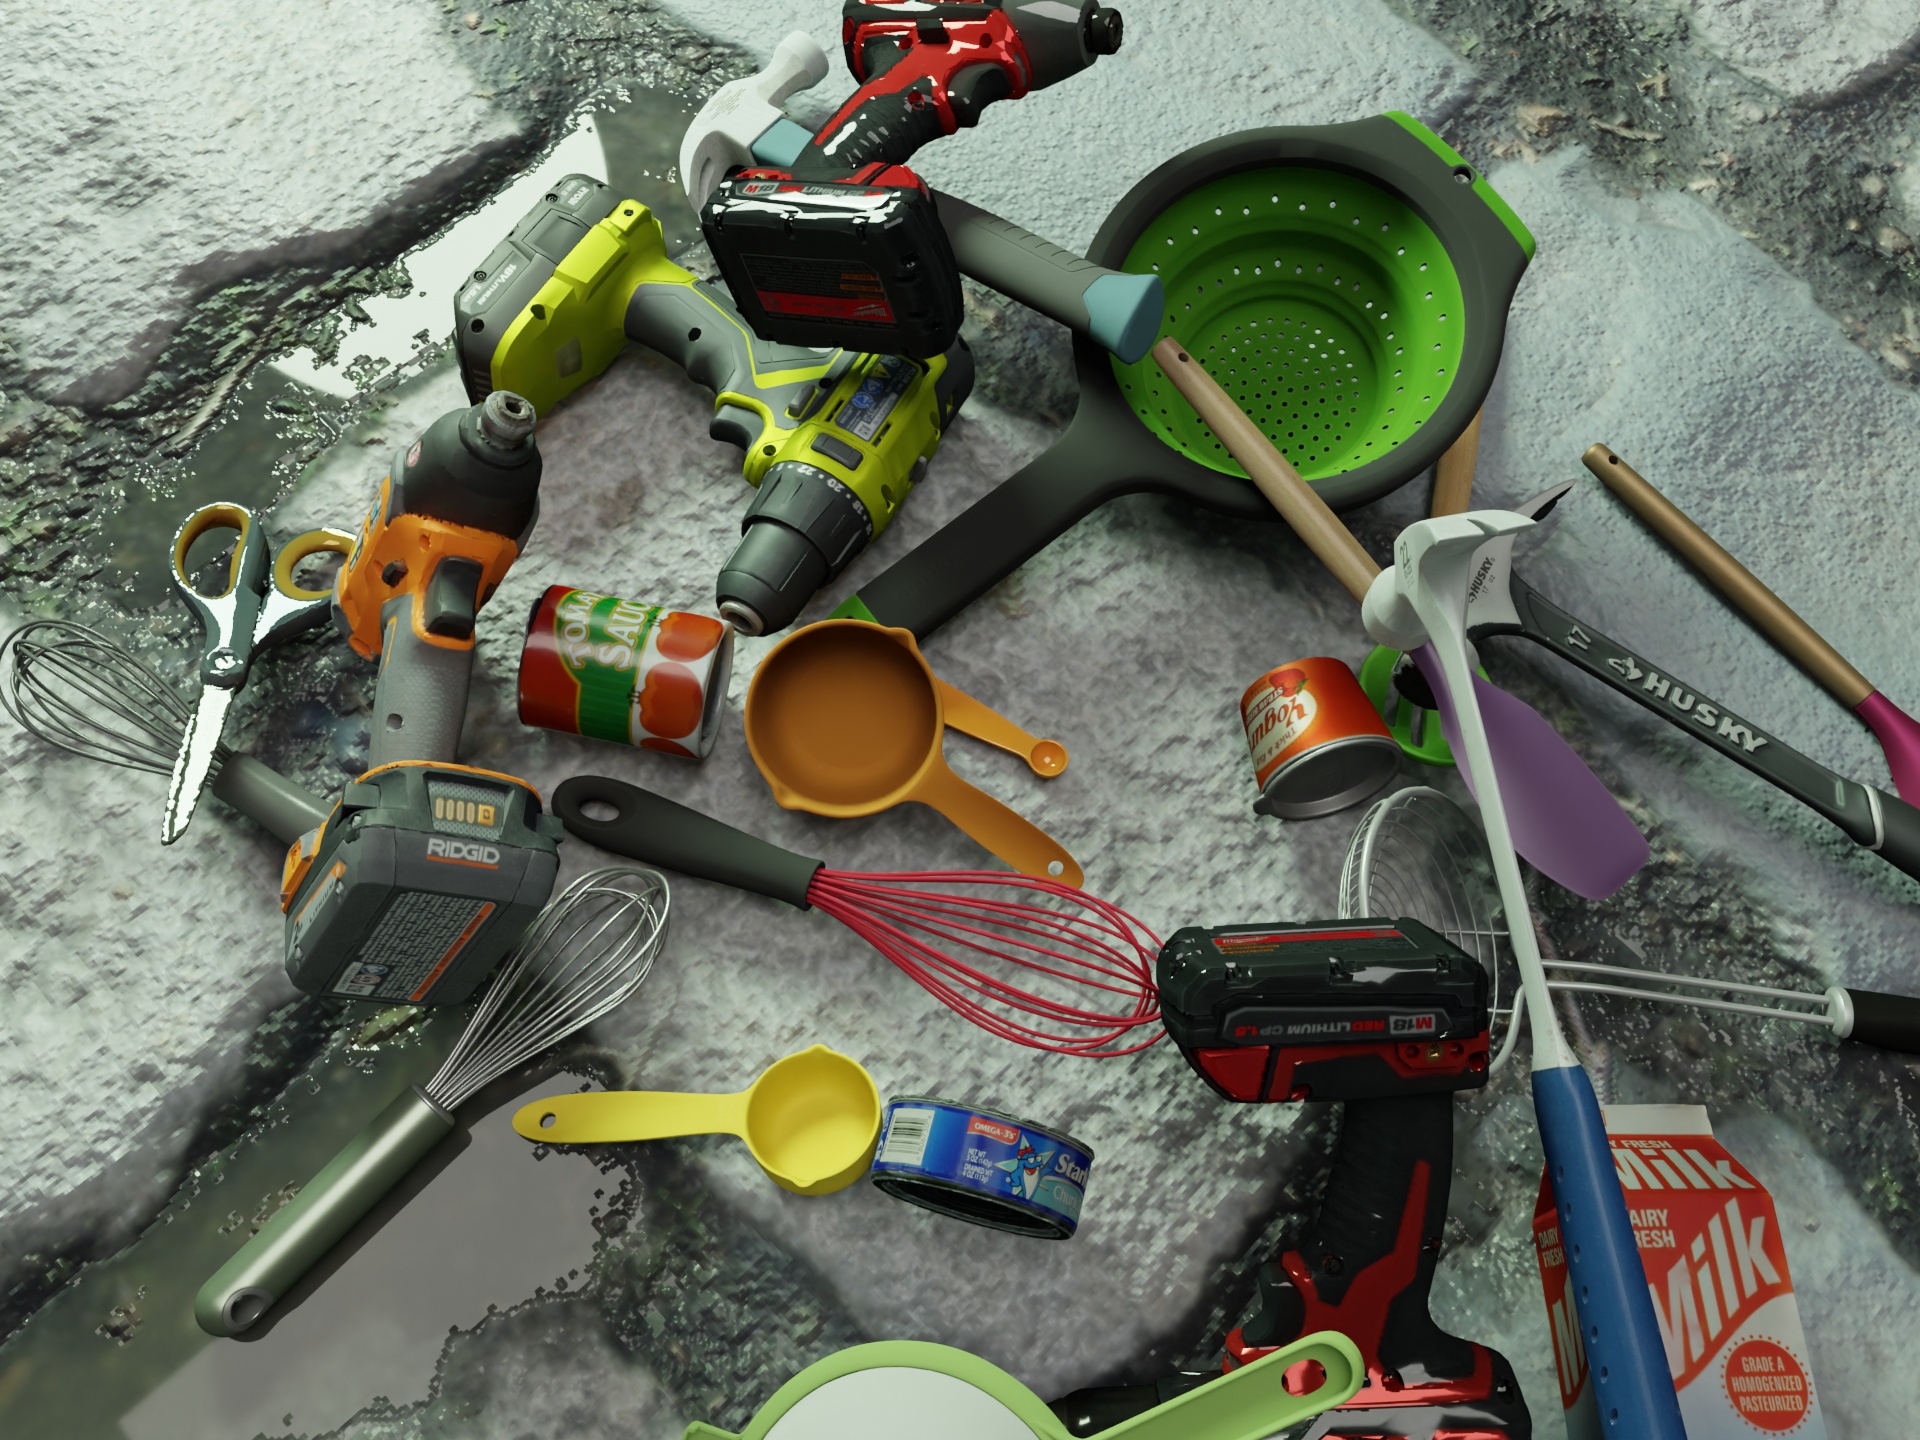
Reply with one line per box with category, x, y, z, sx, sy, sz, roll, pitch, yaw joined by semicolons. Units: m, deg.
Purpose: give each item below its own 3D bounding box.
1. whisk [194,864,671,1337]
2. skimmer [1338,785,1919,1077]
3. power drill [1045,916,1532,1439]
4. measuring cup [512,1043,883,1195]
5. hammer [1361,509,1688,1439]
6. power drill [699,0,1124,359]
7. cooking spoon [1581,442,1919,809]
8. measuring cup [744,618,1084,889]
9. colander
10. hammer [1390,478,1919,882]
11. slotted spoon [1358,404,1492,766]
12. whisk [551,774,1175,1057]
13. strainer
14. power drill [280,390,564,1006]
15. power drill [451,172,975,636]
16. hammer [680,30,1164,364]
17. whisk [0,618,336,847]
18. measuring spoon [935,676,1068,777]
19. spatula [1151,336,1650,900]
whisk;-0.211;0.151;0.654;0.246;0.057;0.059;-46;42;-19
skimmer;0.337;0.111;0.689;0.363;0.090;0.127;8;63;-1
power drill;0.116;0.196;0.603;0.188;0.080;0.226;-3;94;2
measuring cup;-0.108;0.170;0.664;0.156;0.029;0.062;-3;52;8
hammer;0.214;0.115;0.578;0.035;0.144;0.406;-10;76;2
power drill;-0.018;-0.278;0.756;0.143;0.078;0.220;11;60;24
cooking spoon;0.436;-0.029;0.804;0.069;0.017;0.319;-36;73;-19
measuring cup;-0.017;0.022;0.723;0.173;0.052;0.095;36;93;-6
colander;0.095;-0.135;0.797;0.397;0.094;0.205;-37;74;-2
hammer;0.407;0.031;0.746;0.409;0.036;0.149;32;62;6
slotted spoon;0.255;-0.108;0.823;0.070;0.031;0.314;15;63;2
whisk;-0.046;0.078;0.695;0.296;0.073;0.073;18;64;11
strainer;0.021;0.276;0.546;0.256;0.069;0.151;-28;75;8
power drill;-0.212;-0.017;0.647;0.084;0.164;0.227;13;52;-31
power drill;-0.129;-0.156;0.784;0.228;0.080;0.191;28;63;6
hammer;-0.025;-0.261;0.811;0.128;0.033;0.331;-46;56;-12
whisk;-0.322;0.027;0.700;0.239;0.055;0.055;30;66;5
measuring spoon;-0.001;-0.002;0.761;0.117;0.011;0.021;27;61;12
spatula;0.186;-0.052;0.707;0.060;0.018;0.316;-31;76;-24
